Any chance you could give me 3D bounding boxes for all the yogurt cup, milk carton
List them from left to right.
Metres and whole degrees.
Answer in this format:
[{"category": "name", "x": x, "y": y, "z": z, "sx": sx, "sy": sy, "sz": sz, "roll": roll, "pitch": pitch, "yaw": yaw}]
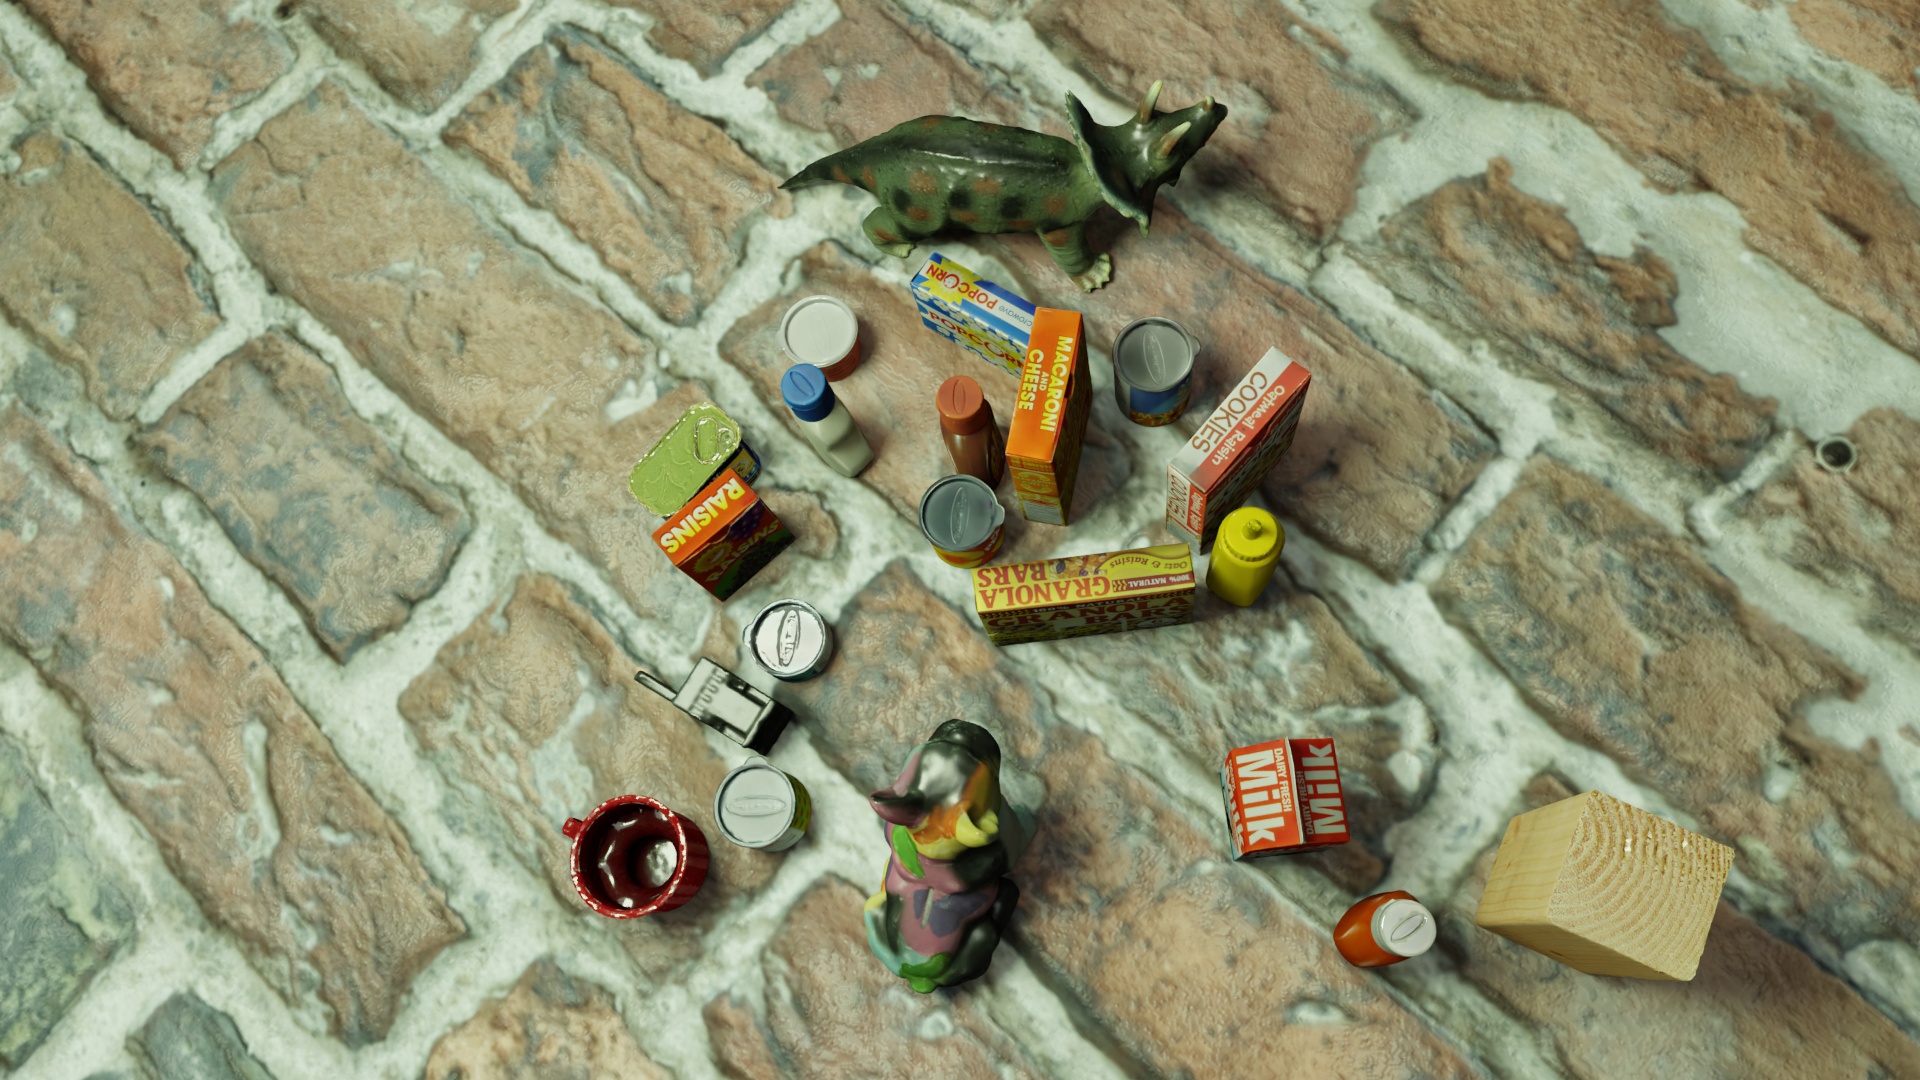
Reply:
[{"category": "yogurt cup", "x": -0.119, "y": -0.174, "z": 1.219, "sx": 0.072, "sy": 0.054, "sz": 0.072, "roll": -2, "pitch": 73, "yaw": 7}, {"category": "milk carton", "x": 0.230, "y": 0.187, "z": 0.993, "sx": 0.073, "sy": 0.190, "sz": 0.072, "roll": -8, "pitch": 73, "yaw": 5}]

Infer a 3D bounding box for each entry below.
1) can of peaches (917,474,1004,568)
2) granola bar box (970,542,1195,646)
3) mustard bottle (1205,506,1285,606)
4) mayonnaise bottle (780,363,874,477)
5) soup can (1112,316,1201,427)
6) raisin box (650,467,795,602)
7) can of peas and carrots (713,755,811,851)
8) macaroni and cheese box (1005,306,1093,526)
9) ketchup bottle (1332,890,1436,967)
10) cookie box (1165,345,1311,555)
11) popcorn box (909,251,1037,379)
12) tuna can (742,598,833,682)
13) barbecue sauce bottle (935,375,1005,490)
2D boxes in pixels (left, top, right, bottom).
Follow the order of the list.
[{"category": "can of peaches", "x": 0.004, "y": -0.014, "z": 1.153, "sx": 0.071, "sy": 0.058, "sz": 0.071, "roll": -2, "pitch": 73, "yaw": 7}, {"category": "granola bar box", "x": 0.099, "y": 0.045, "z": 1.088, "sx": 0.165, "sy": 0.124, "sz": 0.039, "roll": -7, "pitch": 73, "yaw": 5}, {"category": "mustard bottle", "x": 0.220, "y": 0.005, "z": 1.065, "sx": 0.049, "sy": 0.160, "sz": 0.065, "roll": 28, "pitch": 80, "yaw": 14}, {"category": "mayonnaise bottle", "x": -0.112, "y": -0.101, "z": 1.147, "sx": 0.041, "sy": 0.147, "sz": 0.065, "roll": -43, "pitch": 73, "yaw": -5}, {"category": "soup can", "x": 0.163, "y": -0.139, "z": 1.156, "sx": 0.071, "sy": 0.083, "sz": 0.071, "roll": -2, "pitch": 74, "yaw": 7}, {"category": "raisin box", "x": -0.192, "y": -0.002, "z": 1.141, "sx": 0.086, "sy": 0.123, "sz": 0.040, "roll": -40, "pitch": 73, "yaw": -5}, {"category": "can of peas and carrots", "x": -0.157, "y": 0.211, "z": 1.106, "sx": 0.071, "sy": 0.058, "sz": 0.071, "roll": -2, "pitch": 73, "yaw": 7}, {"category": "macaroni and cheese box", "x": 0.074, "y": -0.095, "z": 1.111, "sx": 0.040, "sy": 0.166, "sz": 0.124, "roll": 10, "pitch": 75, "yaw": 10}, {"category": "ketchup bottle", "x": 0.302, "y": 0.273, "z": 0.980, "sx": 0.065, "sy": 0.148, "sz": 0.043, "roll": -35, "pitch": 73, "yaw": -3}, {"category": "cookie box", "x": 0.214, "y": -0.065, "z": 1.083, "sx": 0.040, "sy": 0.167, "sz": 0.123, "roll": 39, "pitch": 82, "yaw": 16}, {"category": "popcorn box", "x": 0.024, "y": -0.187, "z": 1.188, "sx": 0.127, "sy": 0.085, "sz": 0.038, "roll": 31, "pitch": 80, "yaw": 15}, {"category": "tuna can", "x": -0.143, "y": 0.084, "z": 1.156, "sx": 0.071, "sy": 0.032, "sz": 0.071, "roll": -2, "pitch": 73, "yaw": 7}, {"category": "barbecue sauce bottle", "x": 0.008, "y": -0.089, "z": 1.128, "sx": 0.044, "sy": 0.148, "sz": 0.065, "roll": -2, "pitch": 74, "yaw": 7}]
